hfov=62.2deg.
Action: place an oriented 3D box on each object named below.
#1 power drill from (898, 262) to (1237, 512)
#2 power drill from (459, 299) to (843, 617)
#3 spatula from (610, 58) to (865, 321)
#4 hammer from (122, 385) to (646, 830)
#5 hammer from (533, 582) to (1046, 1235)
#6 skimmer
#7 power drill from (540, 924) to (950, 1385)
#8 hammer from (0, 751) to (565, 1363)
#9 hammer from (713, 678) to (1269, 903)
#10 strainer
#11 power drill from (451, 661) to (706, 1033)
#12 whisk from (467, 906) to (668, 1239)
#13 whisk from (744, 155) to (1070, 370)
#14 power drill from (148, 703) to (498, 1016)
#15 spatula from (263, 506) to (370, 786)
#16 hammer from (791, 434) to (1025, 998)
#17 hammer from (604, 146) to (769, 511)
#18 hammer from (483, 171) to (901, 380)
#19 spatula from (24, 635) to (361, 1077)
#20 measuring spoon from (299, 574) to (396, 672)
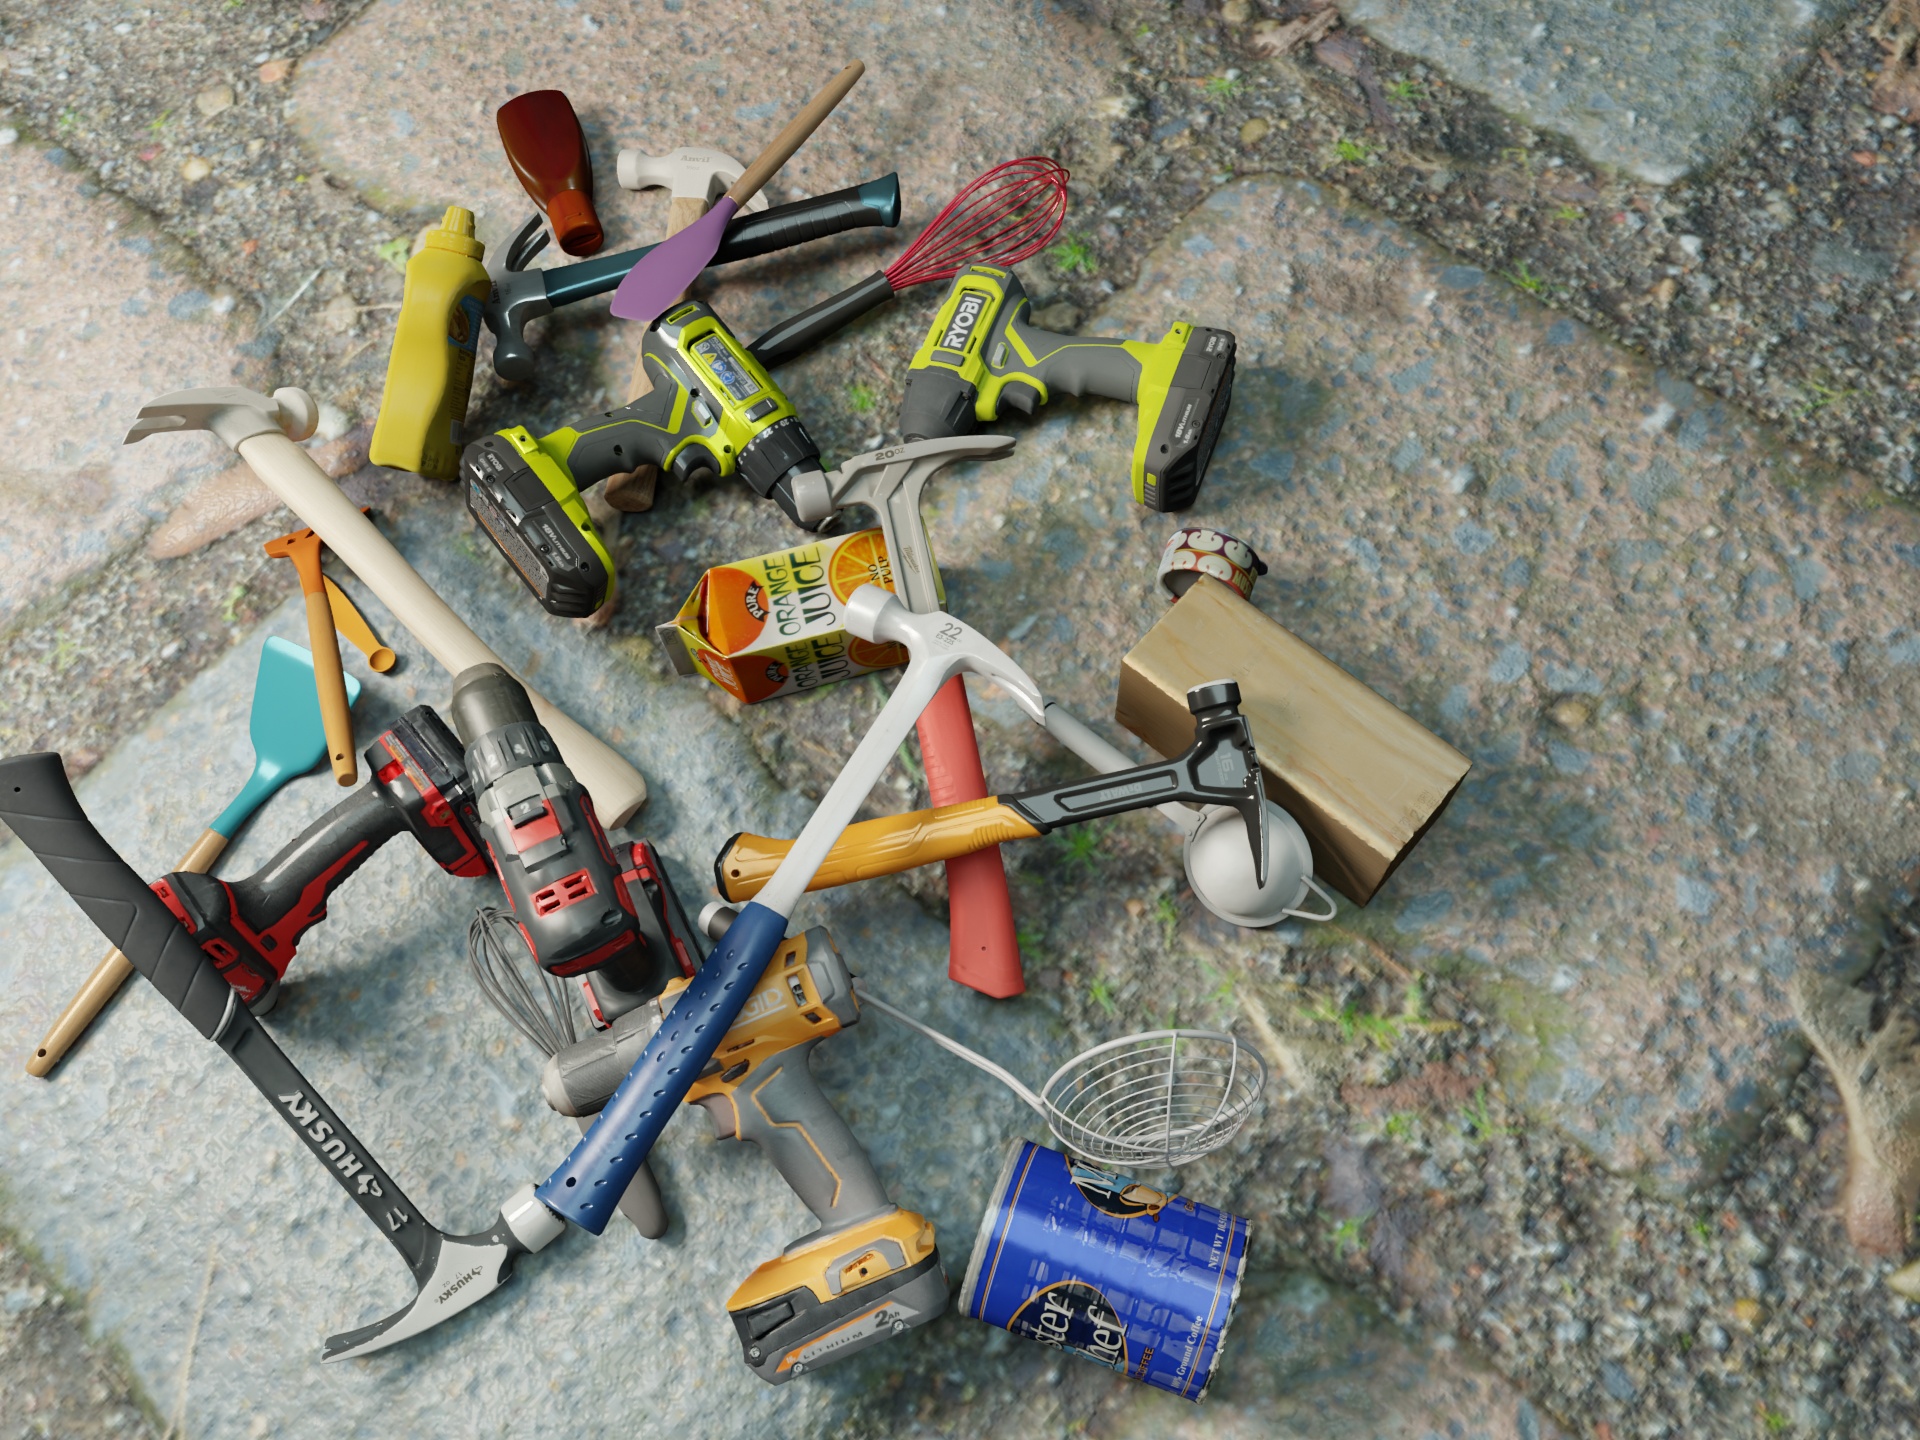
[{"bbox_3d":[0.074,-0.234,1.152,0.223,0.080,0.171,16,67,15],"label":"power drill"},{"bbox_3d":[-0.211,-0.172,1.116,0.228,0.080,0.190,-36,84,-25],"label":"power drill"},{"bbox_3d":[-0.161,-0.405,1.199,0.060,0.018,0.316,19,60,29],"label":"spatula"},{"bbox_3d":[-0.370,-0.076,1.061,0.411,0.146,0.038,44,115,7],"label":"hammer"},{"bbox_3d":[-0.097,0.101,0.896,0.144,0.035,0.406,24,66,20],"label":"hammer"},{"bbox_3d":[0.002,0.167,0.958,0.363,0.127,0.090,22,59,28],"label":"skimmer"},{"bbox_3d":[-0.121,0.252,0.907,0.185,0.084,0.226,-22,83,-4],"label":"power drill"},{"bbox_3d":[-0.407,0.184,0.896,0.149,0.036,0.408,-38,103,-12],"label":"hammer"},{"bbox_3d":[0.016,0.070,0.965,0.337,0.034,0.127,-12,81,5],"label":"hammer"},{"bbox_3d":[0.128,0.053,1.026,0.259,0.050,0.086,38,117,28],"label":"strainer"},{"bbox_3d":[-0.229,0.082,0.940,0.080,0.226,0.188,-26,67,-8],"label":"power drill"},{"bbox_3d":[-0.243,0.214,0.984,0.055,0.055,0.239,-30,72,-10],"label":"whisk"},{"bbox_3d":[-0.040,-0.344,1.218,0.296,0.073,0.073,-31,68,-5],"label":"whisk"},{"bbox_3d":[-0.393,0.101,0.997,0.219,0.143,0.079,-37,64,-20],"label":"power drill"},{"bbox_3d":[-0.421,-0.059,1.057,0.081,0.041,0.323,-22,46,-9],"label":"spatula"},{"bbox_3d":[-0.002,-0.003,1.016,0.149,0.036,0.359,-12,81,-3],"label":"hammer"},{"bbox_3d":[-0.224,-0.308,1.225,0.130,0.031,0.331,3,66,5],"label":"hammer"},{"bbox_3d":[-0.202,-0.356,1.210,0.331,0.033,0.128,-16,67,-3],"label":"hammer"},{"bbox_3d":[-0.515,0.092,1.054,0.082,0.044,0.317,27,71,11],"label":"spatula"},{"bbox_3d":[-0.441,-0.071,1.144,0.021,0.011,0.117,-41,66,-15],"label":"measuring spoon"}]
